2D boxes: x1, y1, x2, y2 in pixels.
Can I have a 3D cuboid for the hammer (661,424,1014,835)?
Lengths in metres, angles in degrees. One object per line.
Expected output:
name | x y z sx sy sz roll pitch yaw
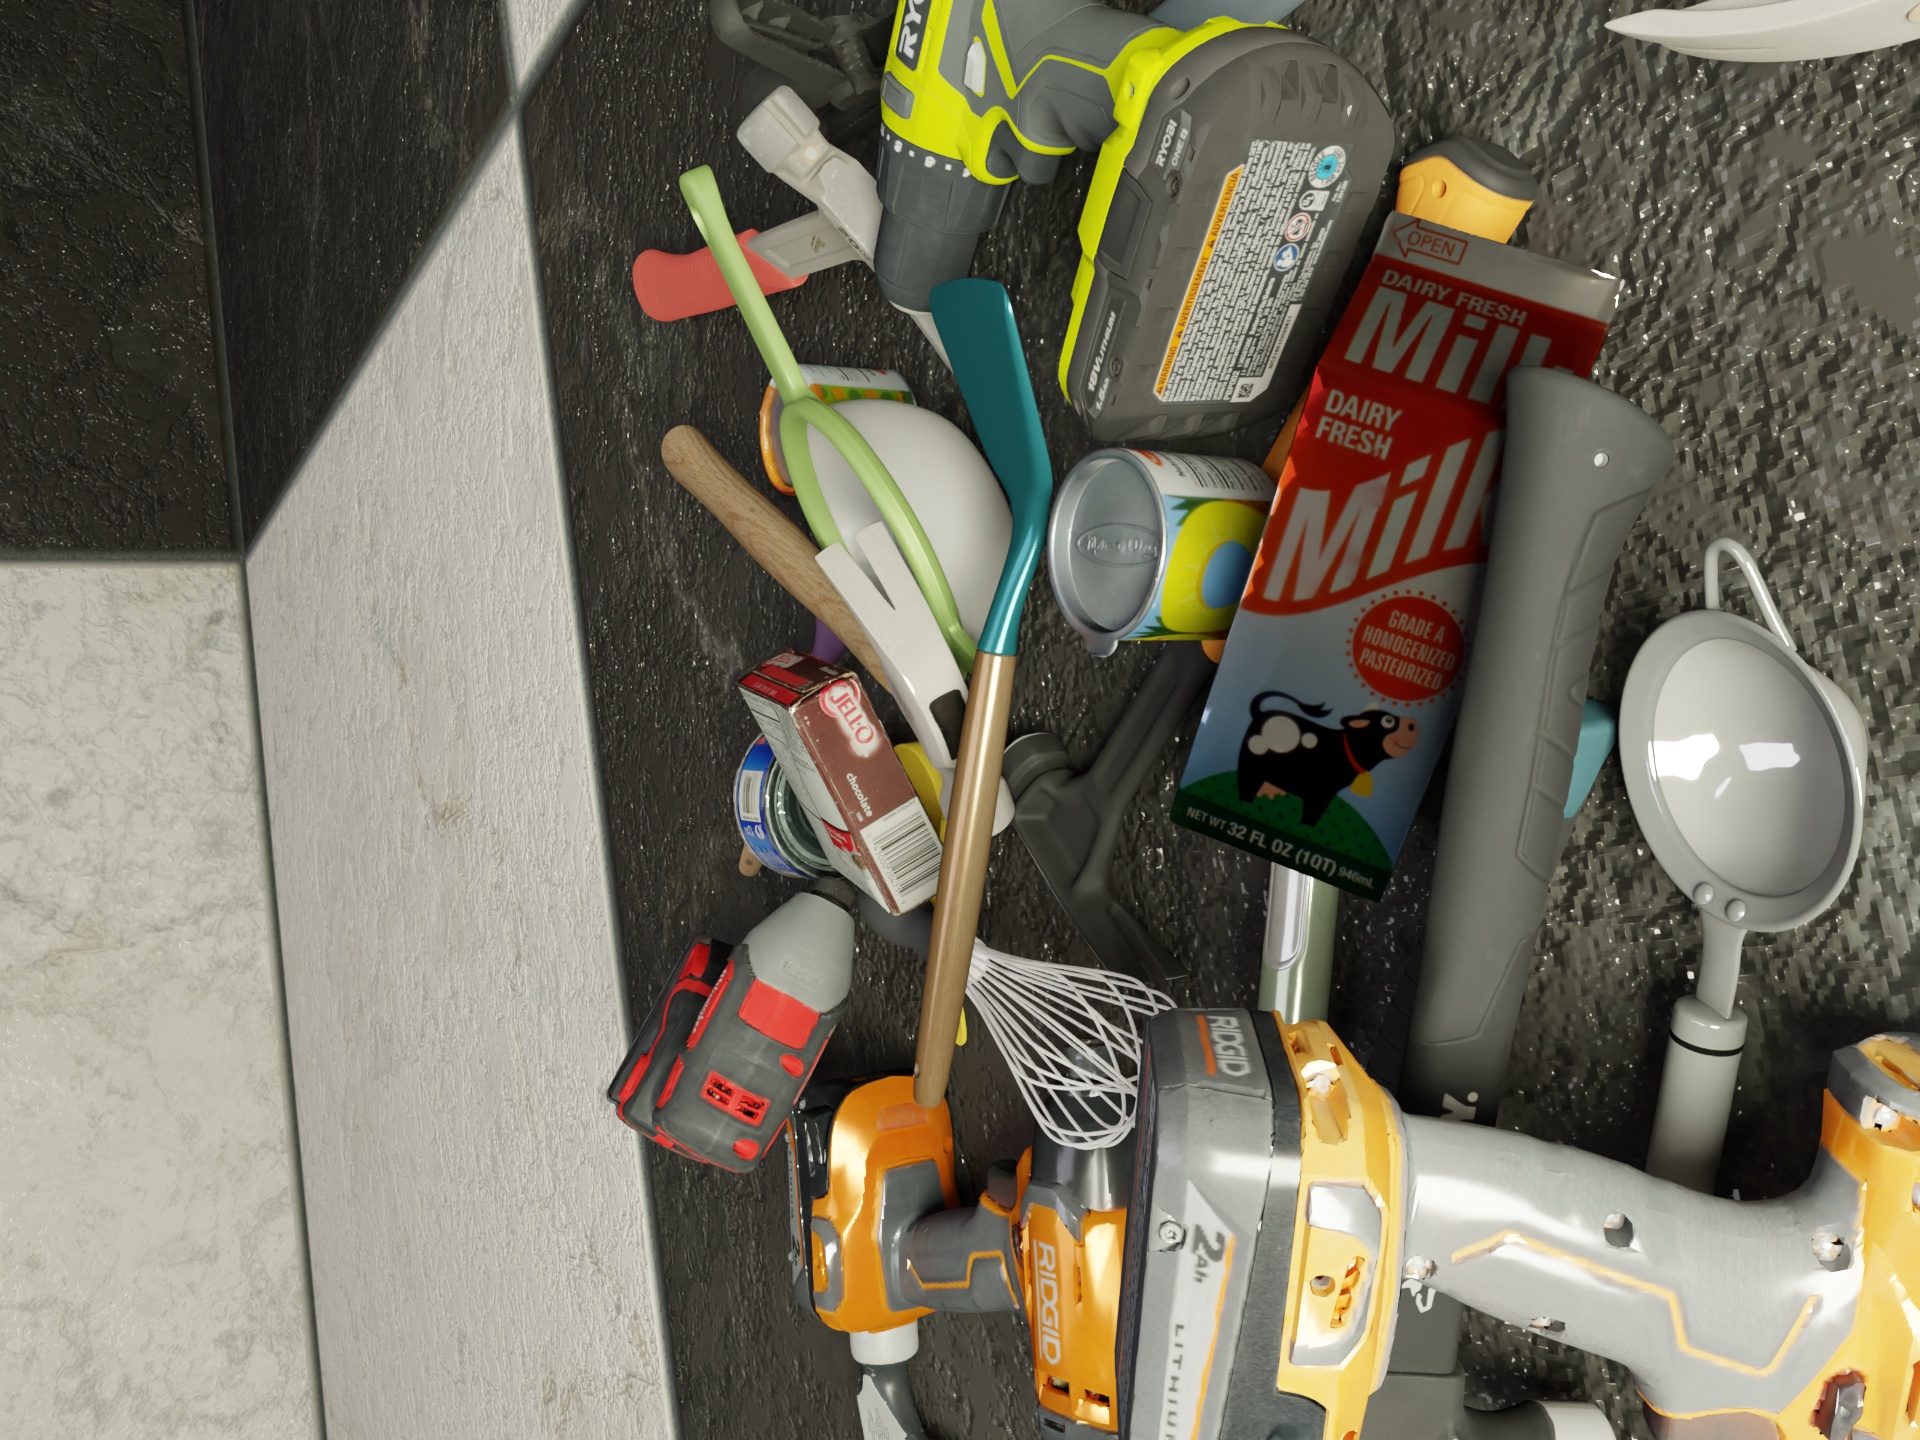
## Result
hammer | -0.078 -0.075 0.761 0.332 0.031 0.129 45 160 49

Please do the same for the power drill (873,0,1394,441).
power drill | 0.037 -0.199 0.576 0.229 0.080 0.190 56 142 39

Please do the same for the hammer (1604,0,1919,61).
hammer | 0.213 -0.356 0.331 0.146 0.038 0.410 3 93 58

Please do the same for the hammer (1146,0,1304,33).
hammer | 0.162 -0.295 0.476 0.386 0.038 0.143 -16 78 56

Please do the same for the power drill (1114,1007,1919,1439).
power drill | 0.153 0.164 0.392 0.084 0.226 0.185 -71 -15 -78

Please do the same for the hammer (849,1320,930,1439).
hammer | 0.067 0.381 0.686 0.409 0.036 0.149 -1 94 56

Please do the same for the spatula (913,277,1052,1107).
spatula | -0.001 -0.002 0.604 0.082 0.044 0.317 -147 63 -66

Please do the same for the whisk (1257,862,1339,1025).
whisk | 0.118 0.119 0.574 0.058 0.059 0.246 9 96 54

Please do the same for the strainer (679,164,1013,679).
strainer | -0.041 -0.137 0.716 0.256 0.069 0.151 64 166 -9

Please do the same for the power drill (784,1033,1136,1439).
power drill | 0.009 0.217 0.722 0.226 0.084 0.164 -5 87 53

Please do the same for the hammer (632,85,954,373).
hammer | -0.105 -0.236 0.850 0.037 0.149 0.359 -49 24 -10

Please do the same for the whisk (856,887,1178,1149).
whisk | 0.014 0.111 0.673 0.285 0.070 0.070 -158 69 -64

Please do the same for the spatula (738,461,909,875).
spatula | -0.078 -0.015 0.870 0.060 0.018 0.315 27 131 1

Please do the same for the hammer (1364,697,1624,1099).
hammer | 0.132 0.146 0.510 0.033 0.128 0.331 39 116 57

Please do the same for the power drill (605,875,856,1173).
power drill | -0.113 0.158 0.821 0.143 0.078 0.219 -63 9 -21

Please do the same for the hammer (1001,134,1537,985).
hammer | 0.108 -0.049 0.584 0.127 0.034 0.336 59 138 36

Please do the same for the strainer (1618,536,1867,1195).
strainer | 0.209 0.076 0.440 0.087 0.050 0.258 -133 41 -66

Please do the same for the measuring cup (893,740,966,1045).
measuring cup | -0.004 0.084 0.782 0.062 0.029 0.156 13 116 60

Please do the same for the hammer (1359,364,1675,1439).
hammer | 0.136 0.073 0.442 0.035 0.146 0.334 -105 20 -76
